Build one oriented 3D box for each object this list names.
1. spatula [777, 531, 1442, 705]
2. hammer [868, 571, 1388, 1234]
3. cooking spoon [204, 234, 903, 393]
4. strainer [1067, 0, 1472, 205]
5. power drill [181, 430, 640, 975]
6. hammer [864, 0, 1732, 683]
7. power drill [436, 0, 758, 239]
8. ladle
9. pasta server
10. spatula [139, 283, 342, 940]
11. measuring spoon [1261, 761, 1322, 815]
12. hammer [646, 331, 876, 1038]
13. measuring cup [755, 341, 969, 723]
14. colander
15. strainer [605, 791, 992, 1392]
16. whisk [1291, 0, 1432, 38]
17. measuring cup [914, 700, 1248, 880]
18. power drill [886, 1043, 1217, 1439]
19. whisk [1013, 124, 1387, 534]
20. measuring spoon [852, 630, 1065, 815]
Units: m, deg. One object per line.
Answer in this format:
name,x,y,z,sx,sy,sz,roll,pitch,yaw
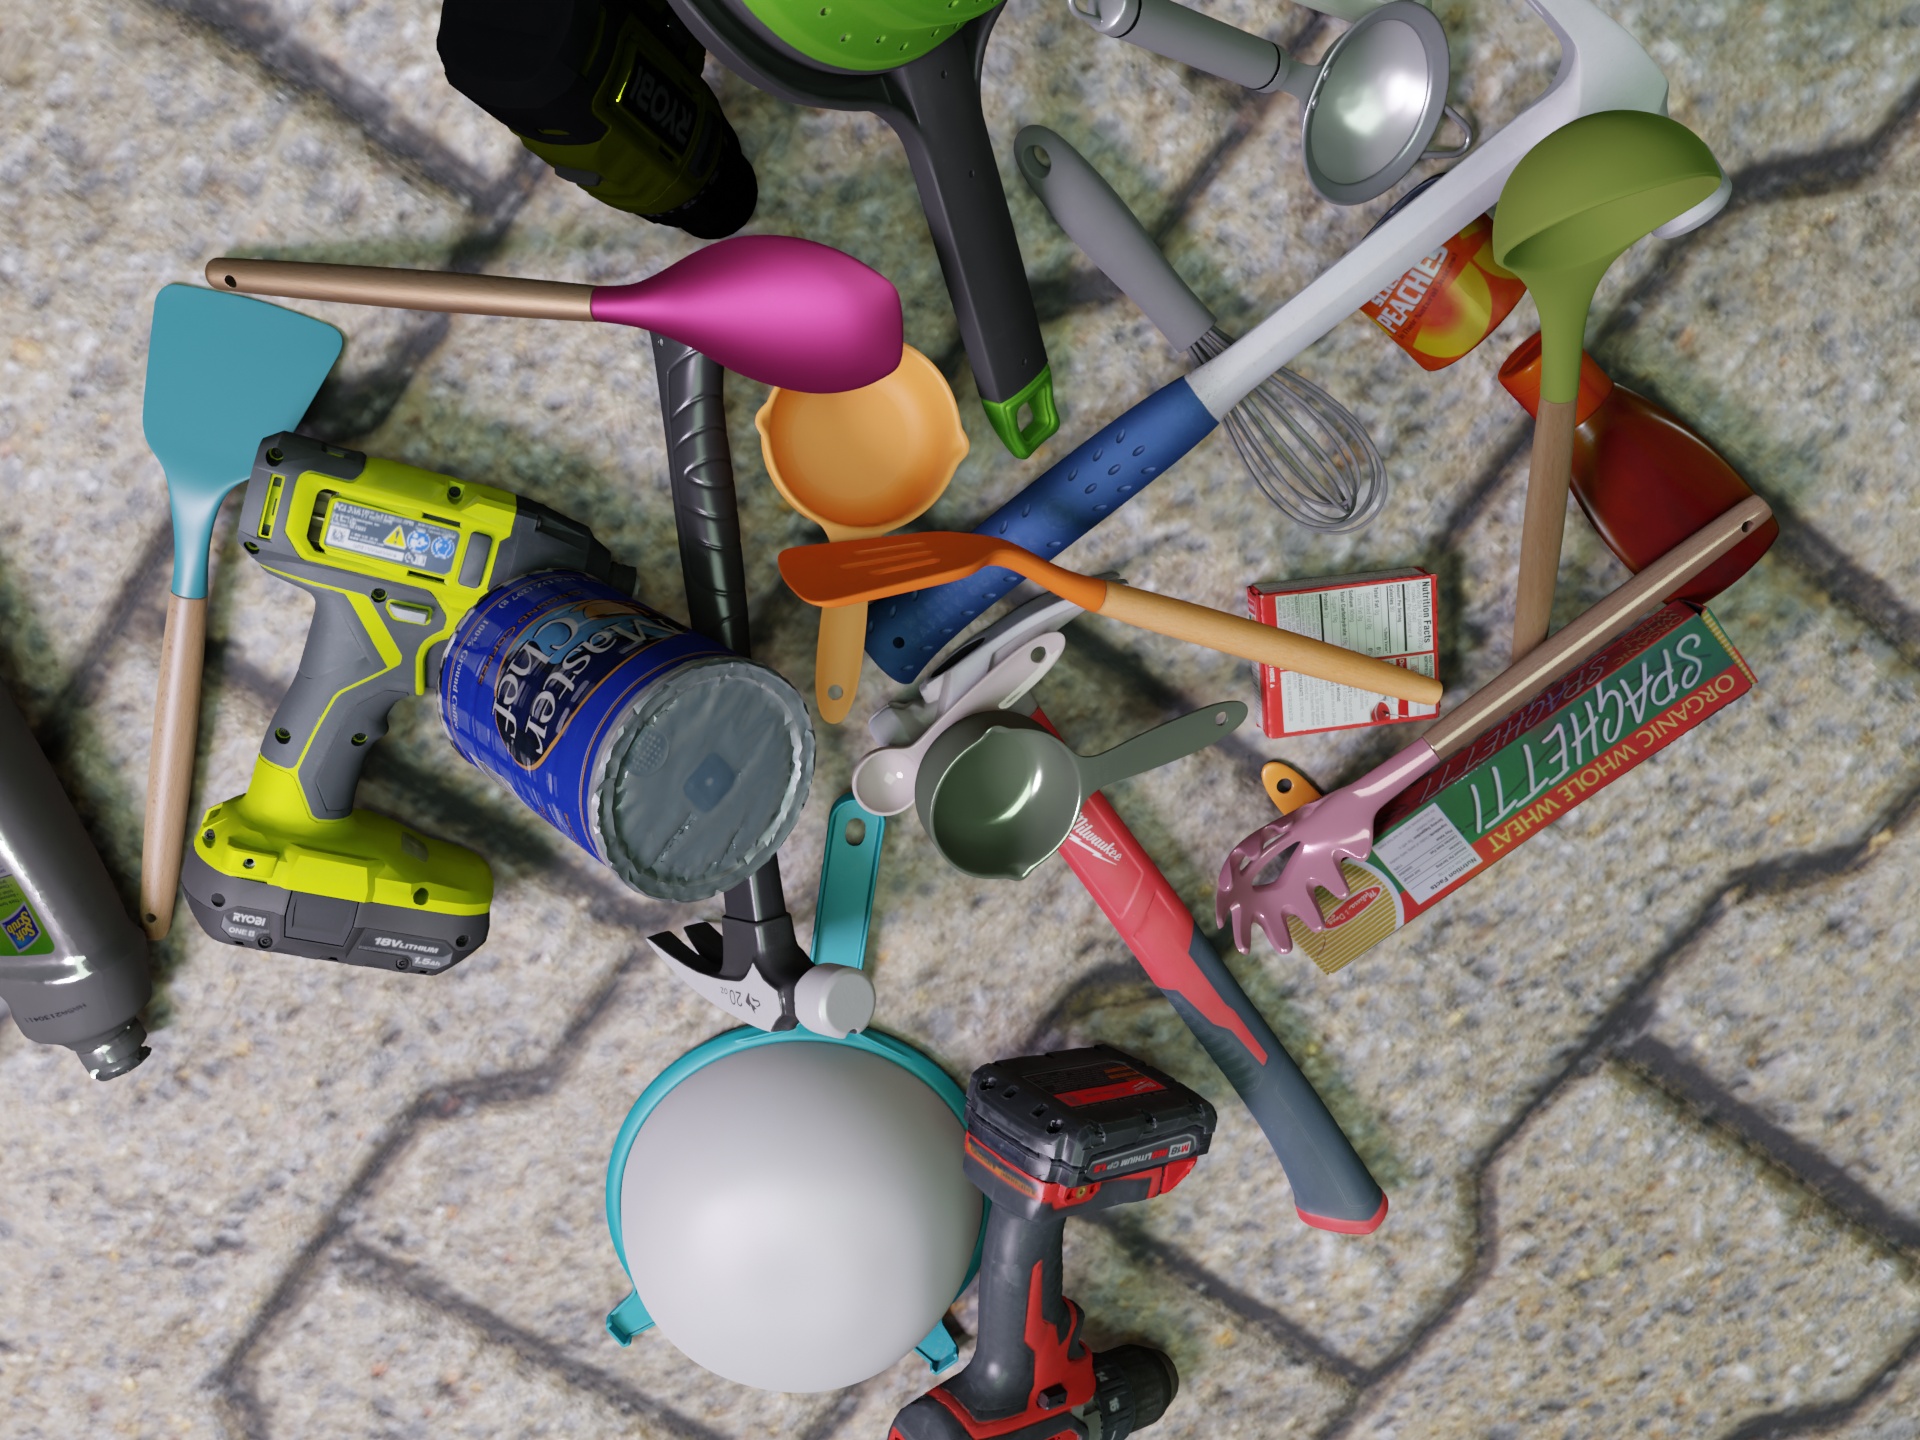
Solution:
spatula,0.079,-0.041,0.709,0.322,0.081,0.041,14,107,-21
hammer,0.122,0.110,0.813,0.143,0.038,0.386,-35,105,5
cooking spoon,-0.179,-0.179,0.680,0.319,0.017,0.068,7,129,11
strainer,0.128,-0.268,0.650,0.258,0.050,0.086,-6,126,-45
power drill,-0.256,-0.003,0.734,0.171,0.080,0.223,14,102,-22
hammer,0.110,-0.151,0.687,0.405,0.035,0.144,-36,107,21
power drill,-0.104,-0.311,0.619,0.080,0.190,0.228,19,93,14
ladle,0.255,-0.110,0.669,0.078,0.062,0.319,-15,140,2
pasta server,0.248,0.000,0.750,0.316,0.040,0.060,-38,117,10
spatula,-0.360,-0.039,0.751,0.082,0.044,0.317,14,109,-8
measuring spoon,0.194,0.064,0.817,0.021,0.011,0.117,-42,104,8
hammer,-0.112,-0.025,0.735,0.035,0.146,0.335,-11,98,-40
measuring cup,-0.052,-0.087,0.727,0.095,0.052,0.173,5,97,-12
colander,0.008,-0.257,0.596,0.204,0.095,0.396,-45,137,-25
strainer,-0.072,0.208,0.800,0.211,0.095,0.340,8,107,-5
whisk,0.090,-0.341,0.678,0.246,0.059,0.058,14,72,-12
measuring cup,0.056,0.017,0.749,0.167,0.038,0.083,-20,119,-16
power drill,0.061,0.288,0.819,0.187,0.080,0.226,3,103,-43
whisk,0.109,-0.178,0.725,0.055,0.055,0.239,-43,100,9
measuring spoon,-0.001,-0.002,0.748,0.124,0.018,0.034,-40,118,-2
